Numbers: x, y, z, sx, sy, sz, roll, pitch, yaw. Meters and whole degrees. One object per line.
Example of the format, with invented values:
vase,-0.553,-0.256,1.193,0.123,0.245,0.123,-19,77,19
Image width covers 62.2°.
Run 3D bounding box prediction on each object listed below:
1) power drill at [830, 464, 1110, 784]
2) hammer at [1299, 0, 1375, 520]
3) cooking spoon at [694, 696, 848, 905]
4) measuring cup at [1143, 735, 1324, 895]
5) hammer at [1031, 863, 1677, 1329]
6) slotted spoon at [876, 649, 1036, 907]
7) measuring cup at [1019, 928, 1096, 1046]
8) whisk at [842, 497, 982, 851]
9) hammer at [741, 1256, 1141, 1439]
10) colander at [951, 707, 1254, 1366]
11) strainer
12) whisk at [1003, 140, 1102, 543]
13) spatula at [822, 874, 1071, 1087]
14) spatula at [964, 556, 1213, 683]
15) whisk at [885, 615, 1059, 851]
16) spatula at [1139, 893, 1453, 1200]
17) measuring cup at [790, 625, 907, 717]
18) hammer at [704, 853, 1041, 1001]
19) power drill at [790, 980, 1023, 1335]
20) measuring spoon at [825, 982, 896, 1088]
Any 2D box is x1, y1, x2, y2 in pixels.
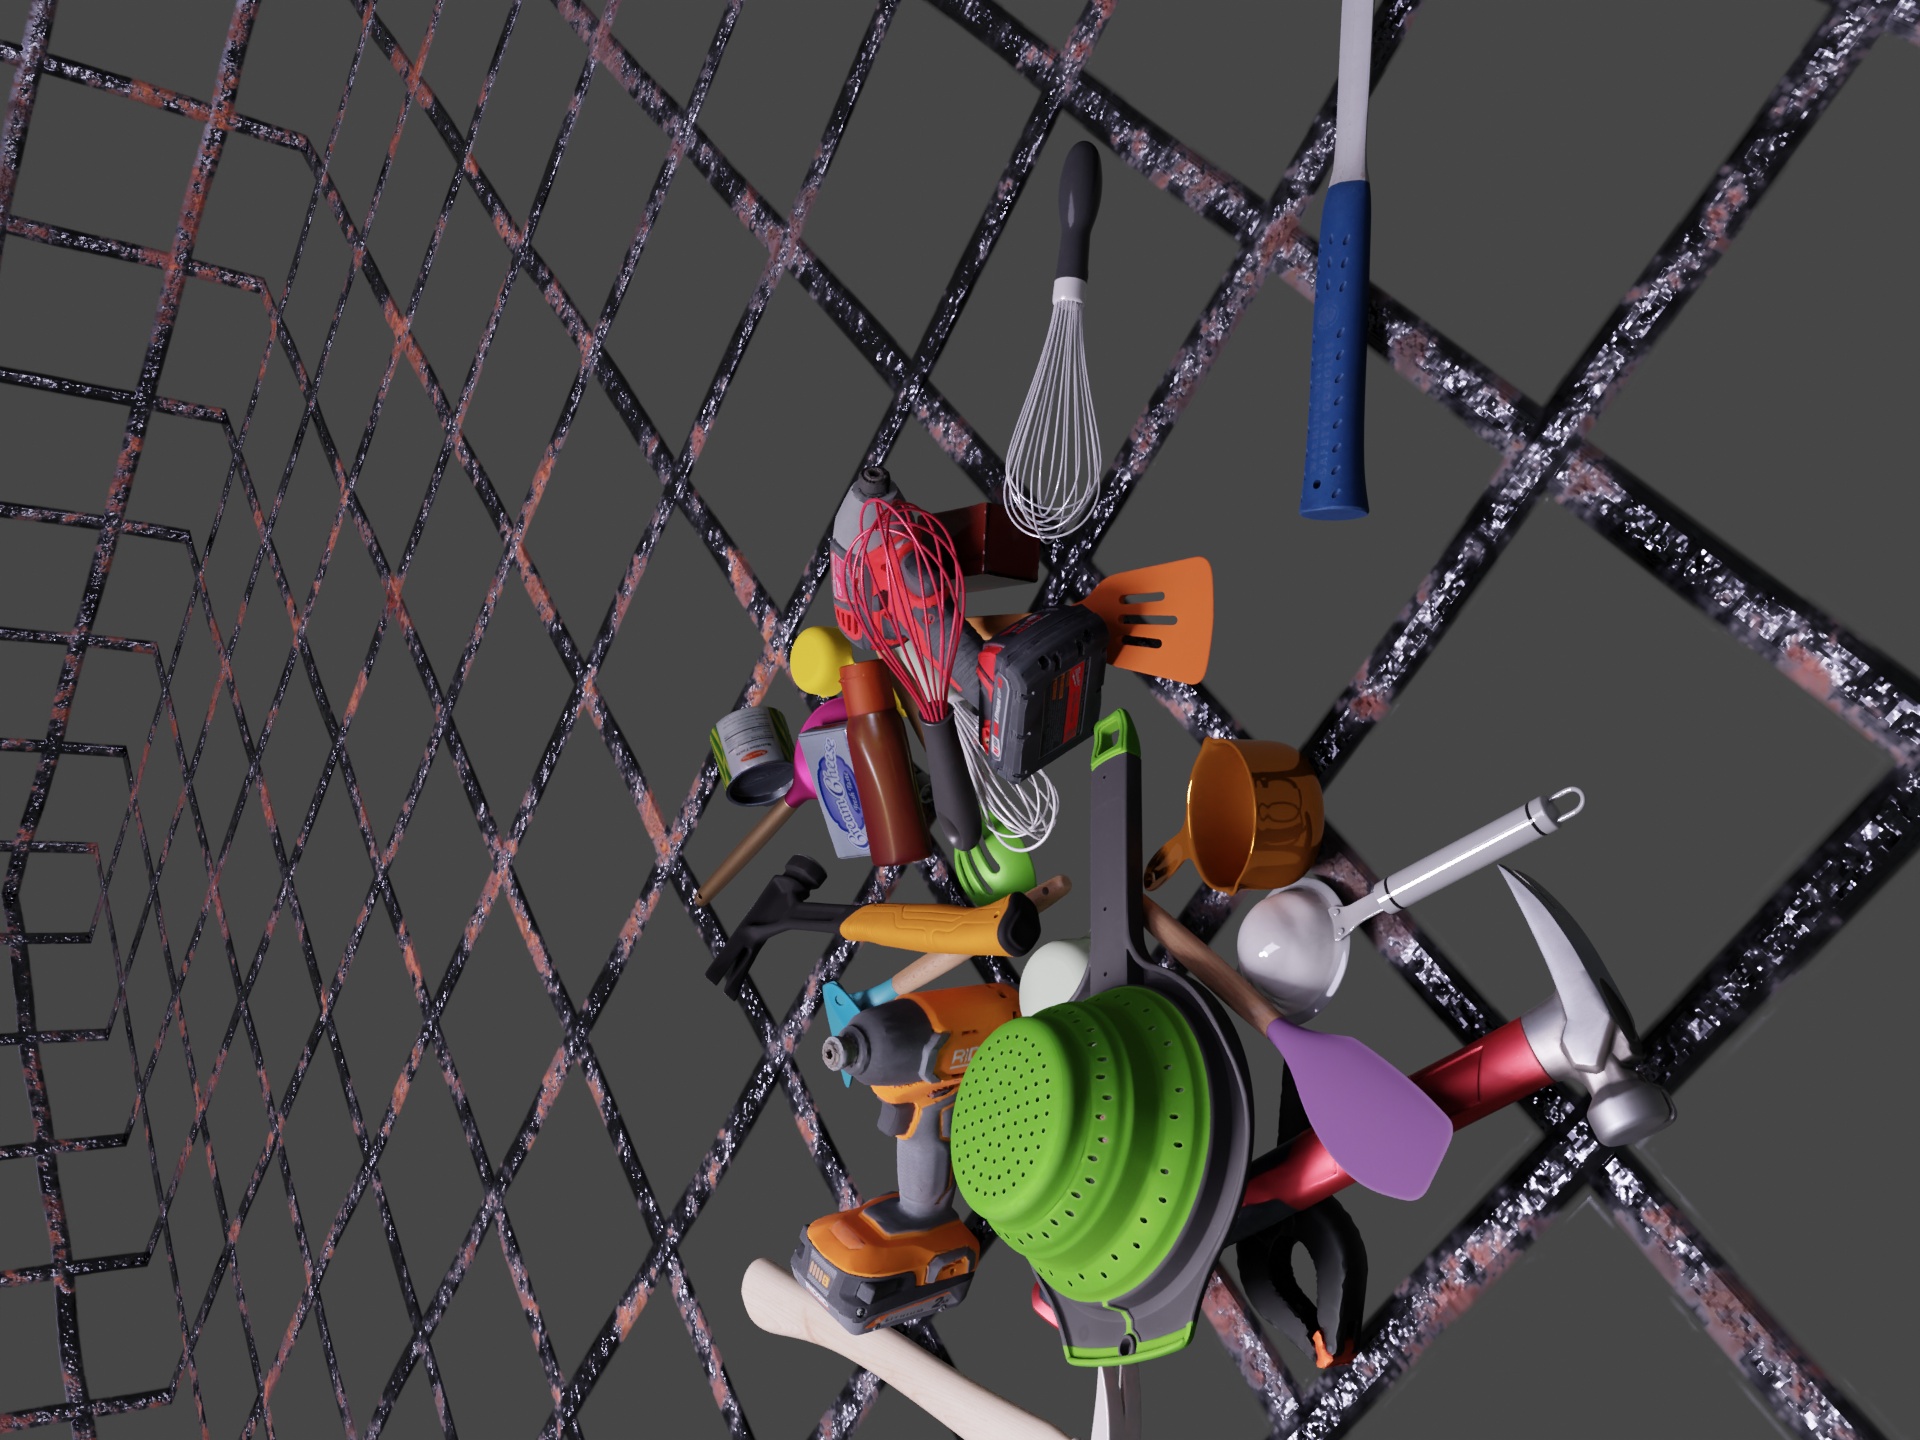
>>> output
power drill,-0.006,-0.071,1.064,0.220,0.078,0.143,40,147,31
hammer,0.222,-0.320,0.925,0.144,0.035,0.405,1,86,49
cooking spoon,-0.149,0.077,1.305,0.069,0.017,0.318,52,133,8
measuring cup,0.160,0.071,0.949,0.173,0.052,0.095,122,145,-62
hammer,0.179,0.229,0.860,0.386,0.038,0.143,-39,52,30
slotted spoon,-0.025,0.009,1.166,0.070,0.031,0.314,-51,52,38
measuring cup,0.079,0.136,1.033,0.083,0.038,0.167,19,101,49
whisk,-0.019,-0.019,0.999,0.073,0.073,0.295,45,157,42
hammer,-0.032,0.453,1.128,0.411,0.038,0.146,6,88,50
colander,0.063,0.157,0.925,0.204,0.094,0.397,-35,43,46
strainer,0.227,0.097,0.868,0.258,0.050,0.087,-37,44,37
whisk,0.072,-0.260,1.085,0.070,0.070,0.285,-2,79,49
spatula,-0.020,0.178,1.141,0.317,0.044,0.082,-37,60,40
spatula,0.046,-0.065,1.112,0.323,0.041,0.081,1,87,54
whisk,-0.002,-0.004,1.126,0.059,0.057,0.247,-52,51,23
spatula,0.160,0.160,0.879,0.316,0.018,0.059,42,112,59
measuring cup,-0.087,-0.033,1.255,0.157,0.029,0.062,29,107,49
hammer,-0.063,0.150,1.132,0.337,0.034,0.127,-7,41,53
power drill,-0.041,0.287,1.063,0.084,0.164,0.226,26,107,45
measuring spoon,-0.054,0.241,1.158,0.042,0.021,0.129,-42,81,29
